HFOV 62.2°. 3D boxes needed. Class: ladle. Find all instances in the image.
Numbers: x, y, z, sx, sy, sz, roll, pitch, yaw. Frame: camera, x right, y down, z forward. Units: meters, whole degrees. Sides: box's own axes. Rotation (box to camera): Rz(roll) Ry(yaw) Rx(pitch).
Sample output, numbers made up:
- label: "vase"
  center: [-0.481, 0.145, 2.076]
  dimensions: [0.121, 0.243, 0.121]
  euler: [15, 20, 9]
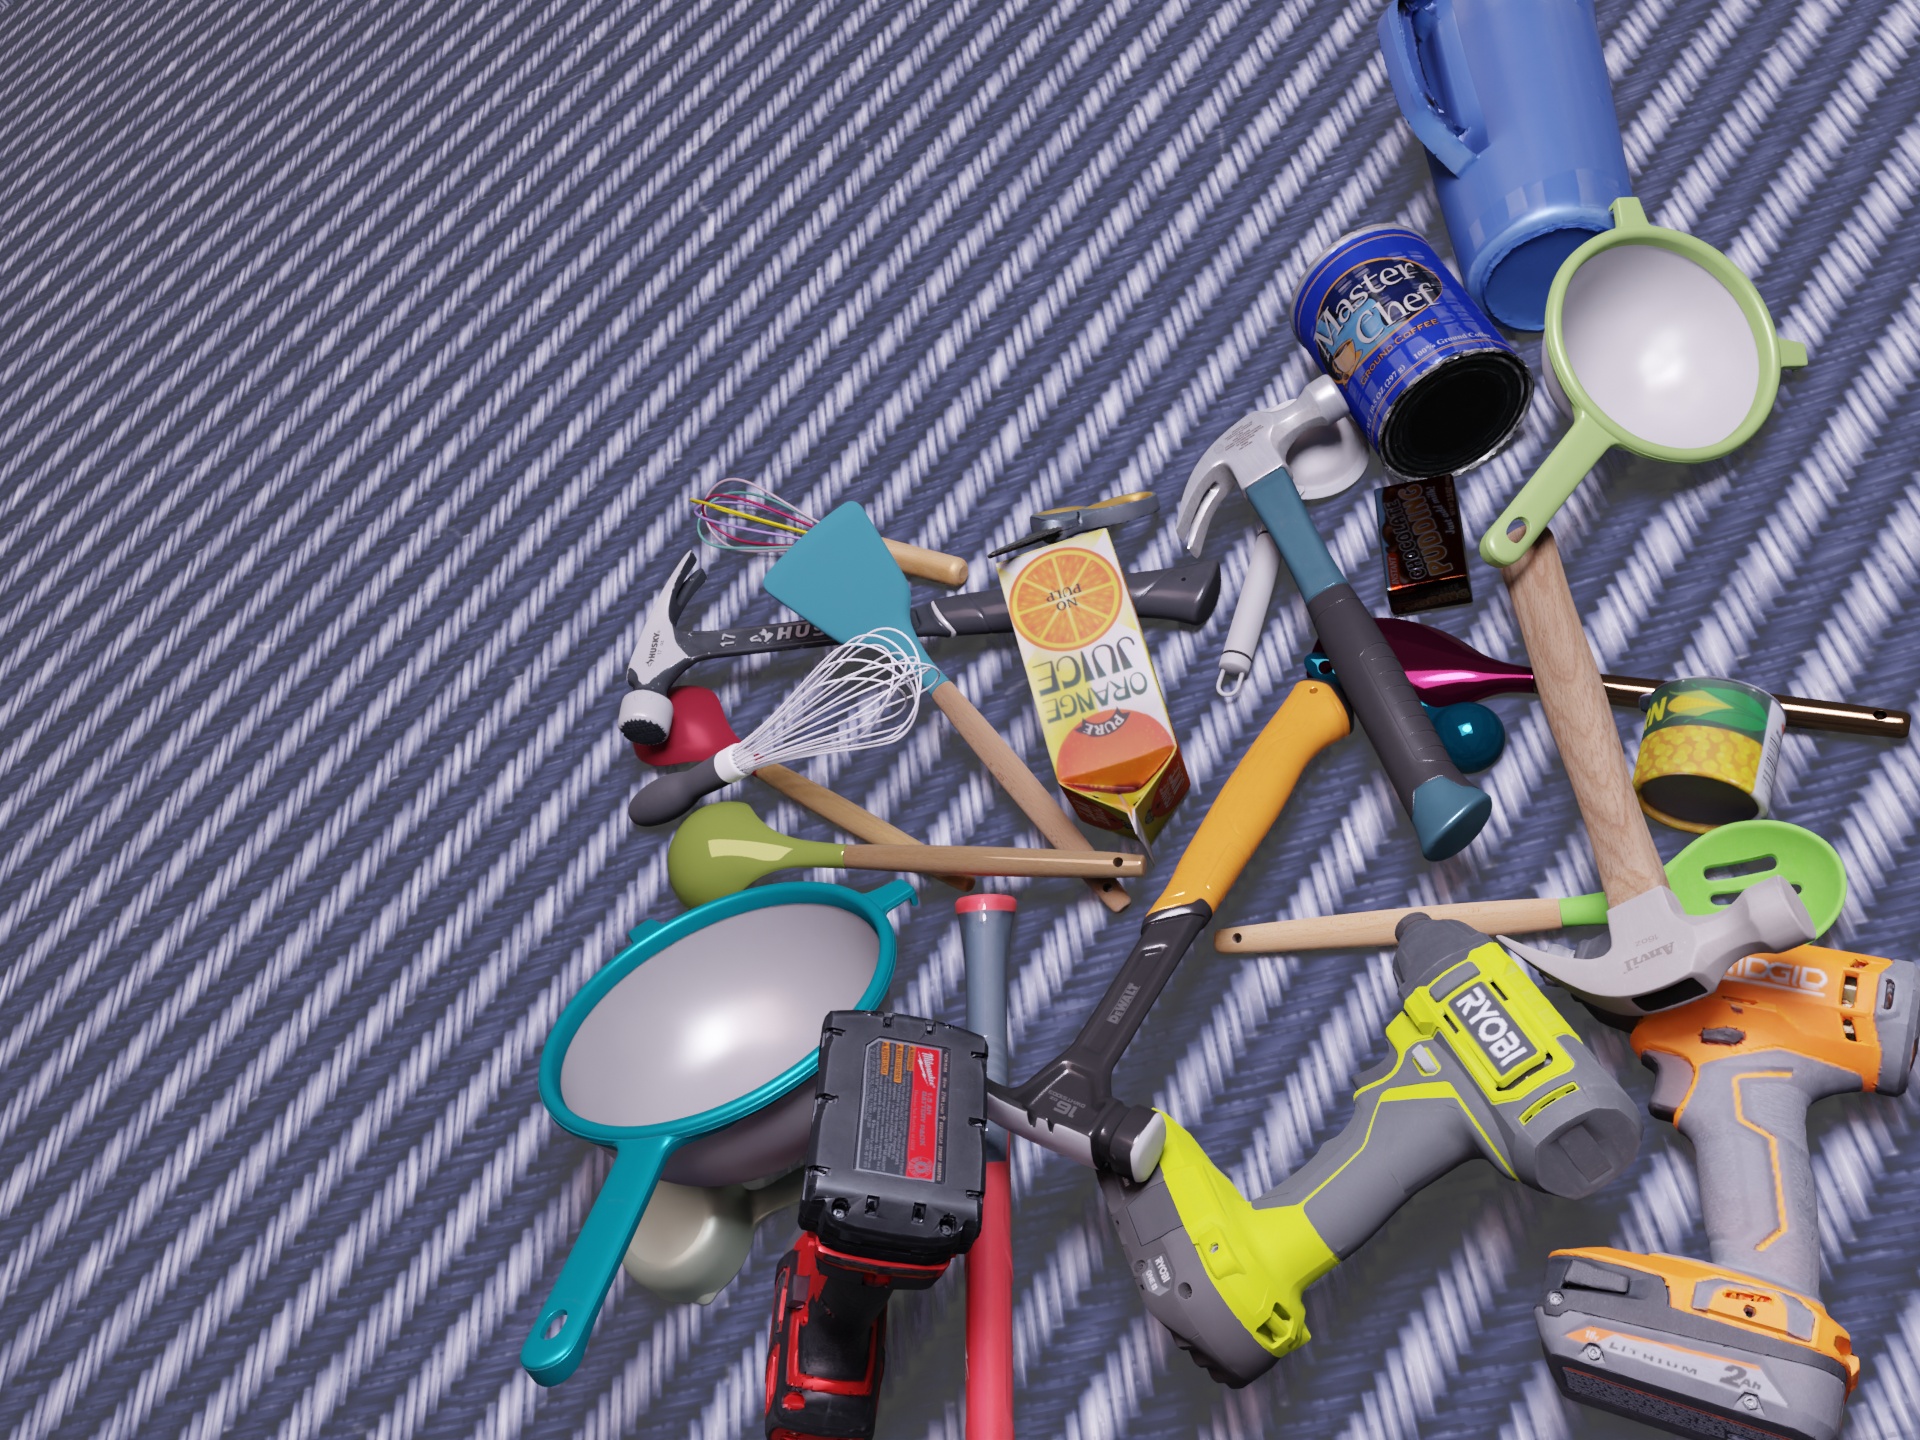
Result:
- label: "ladle"
  center: [-0.040, 0.088, 0.971]
  dimensions: [0.320, 0.062, 0.078]
  euler: [0, 67, 22]
- label: "ladle"
  center: [-0.113, 0.044, 1.055]
  dimensions: [0.316, 0.031, 0.069]
  euler: [25, 71, 33]

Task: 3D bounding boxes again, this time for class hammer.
- label: "hammer"
  center: [-0.030, -0.069, 1.069]
  dimensions: [0.409, 0.036, 0.149]
  euler: [-6, 54, 14]
- label: "hammer"
  center: [0.120, 0.089, 0.857]
  dimensions: [0.127, 0.034, 0.337]
  euler: [16, 49, 32]
- label: "hammer"
  center: [0.219, -0.062, 0.918]
  dimensions: [0.128, 0.033, 0.331]
  euler: [-31, 49, 16]
- label: "hammer"
  center: [0.015, 0.253, 0.820]
  dimensions: [0.038, 0.143, 0.387]
  euler: [-4, 43, 4]
- label: "hammer"
  center: [0.322, 0.009, 0.825]
  dimensions: [0.130, 0.031, 0.332]
  euler: [-35, 32, 31]

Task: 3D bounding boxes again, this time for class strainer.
- label: "strainer"
  center: [-0.135, 0.224, 0.846]
  dimensions: [0.211, 0.095, 0.341]
  euler: [-11, 29, 20]
- label: "strainer"
  center: [0.376, -0.178, 0.948]
  dimensions: [0.151, 0.069, 0.256]
  euler: [41, 75, 0]
- label: "strainer"
  center: [0.205, -0.127, 1.023]
  dimensions: [0.087, 0.050, 0.259]
  euler: [14, 67, 15]

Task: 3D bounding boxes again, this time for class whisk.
- label: "whisk"
  center: [-0.122, 0.016, 1.011]
  dimensions: [0.284, 0.070, 0.070]
  euler: [-26, 46, 38]
- label: "whisk"
  center: [-0.102, -0.133, 1.162]
  dimensions: [0.245, 0.047, 0.051]
  euler: [18, 65, 29]

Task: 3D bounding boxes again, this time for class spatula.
- label: "spatula"
  center: [-0.002, -0.003, 0.981]
  dimensions: [0.082, 0.044, 0.318]
  euler: [-42, 66, 2]

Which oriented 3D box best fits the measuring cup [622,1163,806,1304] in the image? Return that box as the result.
- label: "measuring cup"
  center: [-0.119, 0.266, 0.893]
  dimensions: [0.167, 0.038, 0.083]
  euler: [-27, 51, 7]

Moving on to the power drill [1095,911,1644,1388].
- label: "power drill"
  center: [0.181, 0.193, 0.751]
  dimensions: [0.223, 0.080, 0.171]
  euler: [-37, 28, 8]

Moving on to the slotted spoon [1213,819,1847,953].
- label: "slotted spoon"
  center: [0.288, 0.101, 0.835]
  dimensions: [0.314, 0.031, 0.070]
  euler: [-9, 68, 21]

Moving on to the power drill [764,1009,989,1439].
- label: "power drill"
  center: [-0.049, 0.246, 0.774]
  dimensions: [0.078, 0.219, 0.143]
  euler: [11, 40, -7]

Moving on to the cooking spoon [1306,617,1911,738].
- label: "cooking spoon"
  center: [0.351, -0.020, 0.895]
  dimensions: [0.319, 0.017, 0.069]
  euler: [9, 62, 30]

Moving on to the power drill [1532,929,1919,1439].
- label: "power drill"
  center: [0.329, 0.196, 0.719]
  dimensions: [0.164, 0.084, 0.227]
  euler: [8, 58, 31]

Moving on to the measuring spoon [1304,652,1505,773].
- label: "measuring spoon"
  center: [0.252, -0.011, 0.919]
  dimensions: [0.129, 0.021, 0.042]
  euler: [30, 89, 30]
